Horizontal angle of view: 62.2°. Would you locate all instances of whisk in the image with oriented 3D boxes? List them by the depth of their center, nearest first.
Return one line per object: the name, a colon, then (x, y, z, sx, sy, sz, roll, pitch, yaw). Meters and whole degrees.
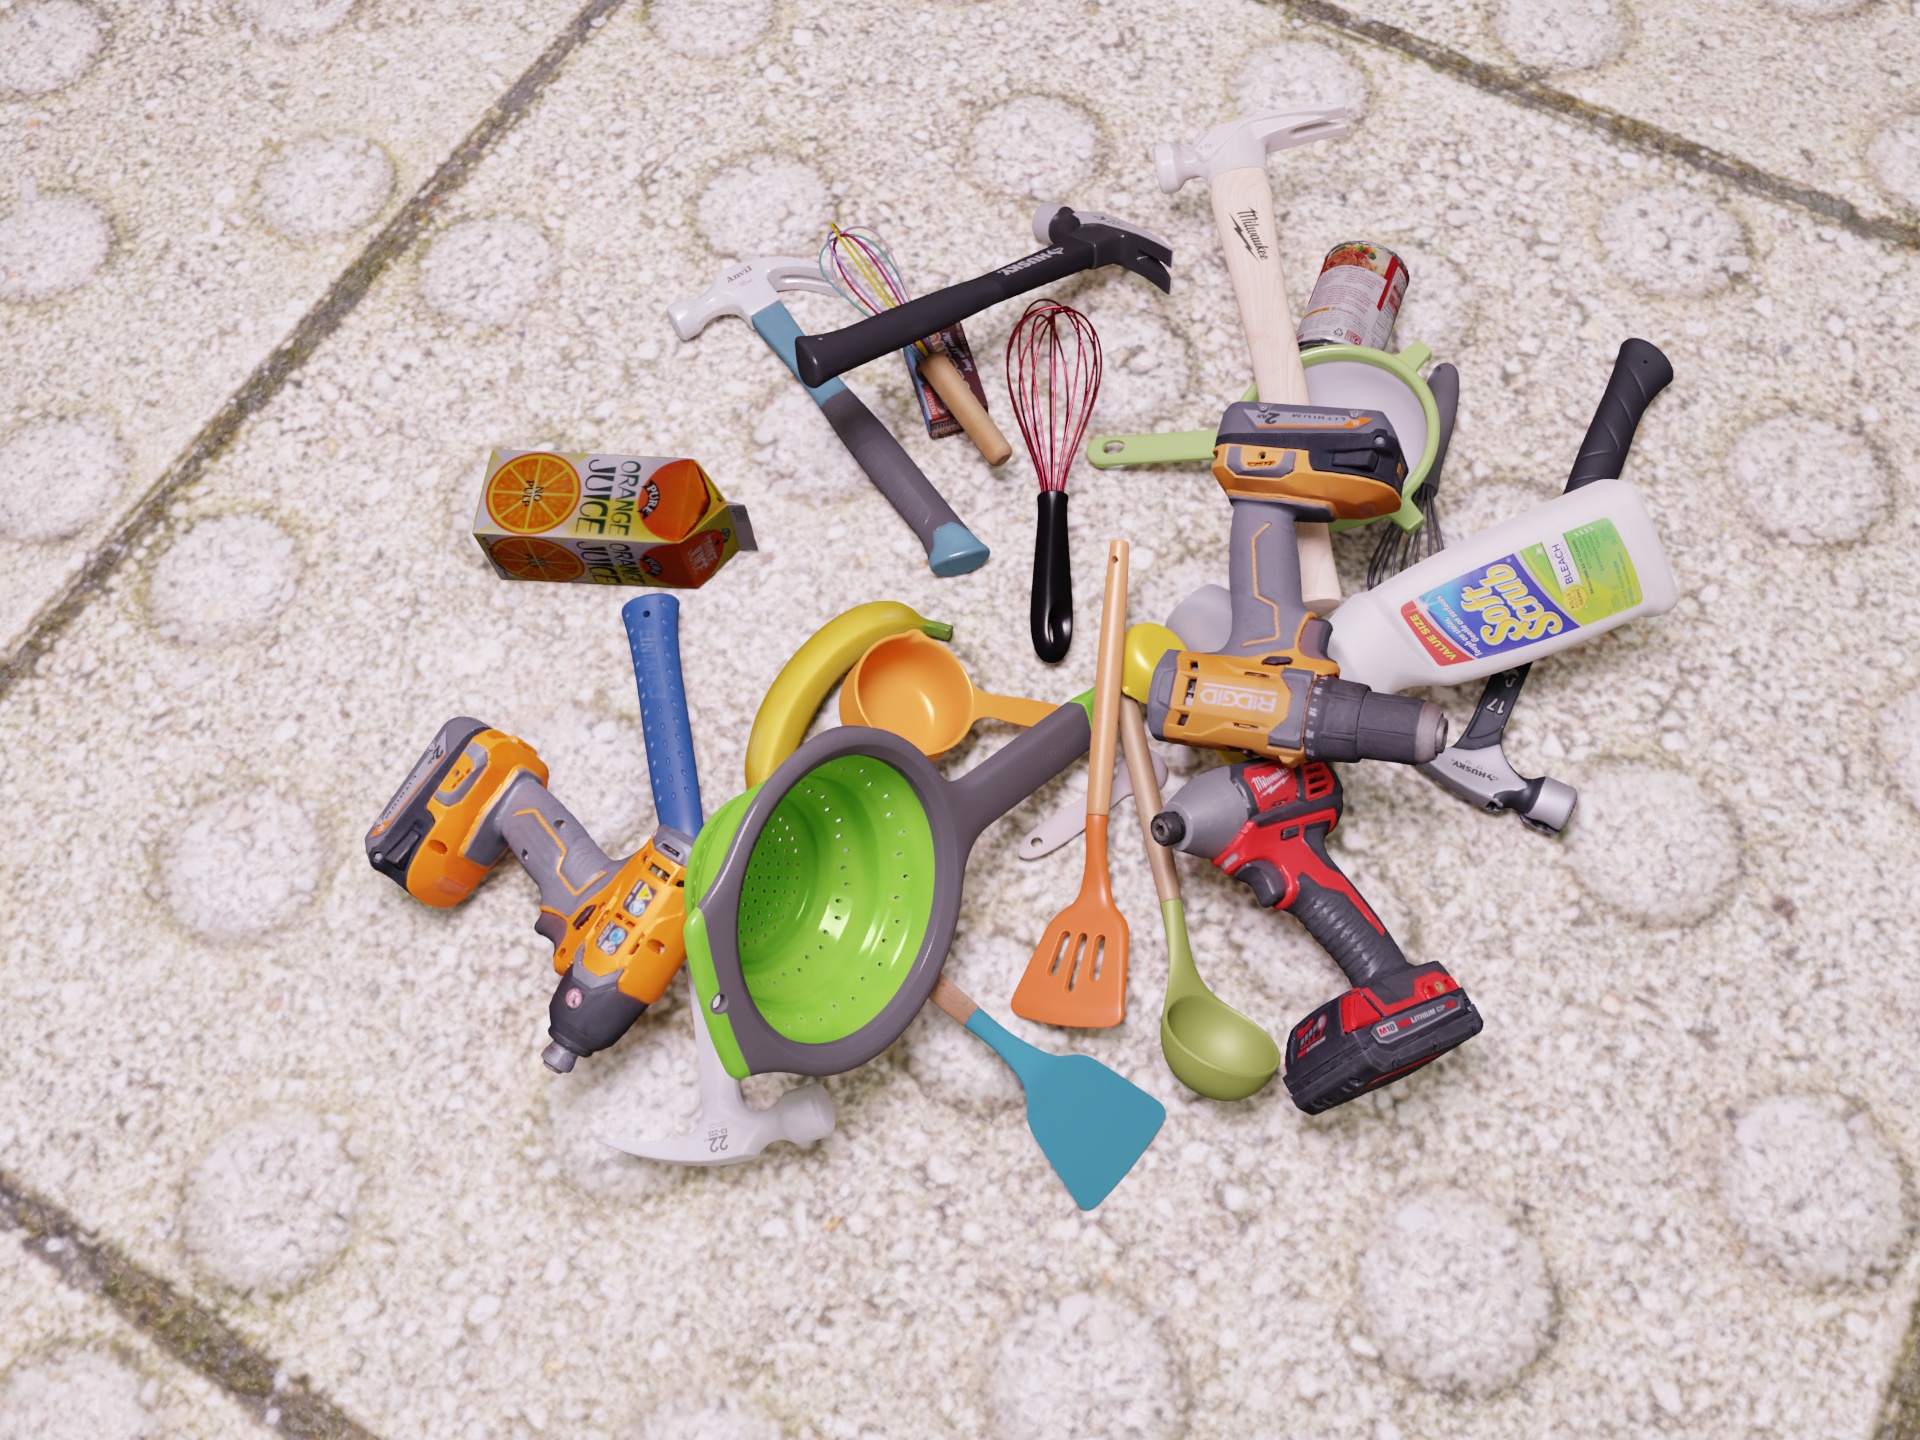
whisk: (0.340, -0.172, 1.168, 0.055, 0.055, 0.239, 14, 64, 8)
whisk: (0.069, -0.182, 1.175, 0.073, 0.073, 0.296, 1, 72, 2)
whisk: (-0.036, -0.287, 1.199, 0.051, 0.047, 0.245, -29, 71, -15)

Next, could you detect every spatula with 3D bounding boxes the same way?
spatula: (-0.013, 0.177, 1.019, 0.318, 0.044, 0.082, 38, 75, 15)
spatula: (0.089, 0.038, 1.050, 0.081, 0.041, 0.323, 2, 83, 30)

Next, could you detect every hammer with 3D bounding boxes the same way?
hammer: (-0.188, 0.096, 1.063, 0.144, 0.035, 0.406, -18, 63, 8)
hammer: (0.235, -0.267, 1.146, 0.146, 0.038, 0.411, -10, 67, 14)
hammer: (0.428, -0.119, 1.148, 0.149, 0.036, 0.409, 24, 69, 13)
hammer: (0.013, -0.309, 1.164, 0.146, 0.035, 0.335, 31, 47, 34)
hammer: (-0.089, -0.234, 1.217, 0.128, 0.033, 0.331, -33, 69, -11)

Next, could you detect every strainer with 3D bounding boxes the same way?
strainer: (0.224, -0.194, 1.181, 0.256, 0.069, 0.152, 0, 70, 21)

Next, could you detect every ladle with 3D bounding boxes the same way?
ladle: (0.140, 0.090, 1.041, 0.078, 0.062, 0.320, 4, 64, -33)

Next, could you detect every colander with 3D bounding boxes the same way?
colander: (-0.046, 0.067, 1.004, 0.094, 0.204, 0.397, 7, 29, 39)

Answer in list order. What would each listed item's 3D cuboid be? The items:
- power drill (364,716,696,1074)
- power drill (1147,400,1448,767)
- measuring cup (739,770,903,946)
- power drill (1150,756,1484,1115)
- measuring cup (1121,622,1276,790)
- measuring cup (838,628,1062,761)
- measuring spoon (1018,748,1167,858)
power drill: (-0.271, 0.110, 1.020, 0.227, 0.084, 0.164, 28, 79, 25)
power drill: (0.229, -0.081, 1.015, 0.185, 0.084, 0.226, 10, 82, 25)
measuring cup: (-0.096, 0.097, 1.065, 0.167, 0.038, 0.083, -41, 71, -16)
power drill: (0.214, 0.124, 0.998, 0.143, 0.078, 0.220, -10, 63, -34)
measuring cup: (0.168, -0.007, 1.088, 0.156, 0.029, 0.062, 43, 44, 2)
measuring cup: (-0.002, -0.004, 1.104, 0.173, 0.052, 0.095, 9, 66, -24)
measuring spoon: (0.090, 0.057, 1.087, 0.124, 0.018, 0.034, -33, 69, -15)
